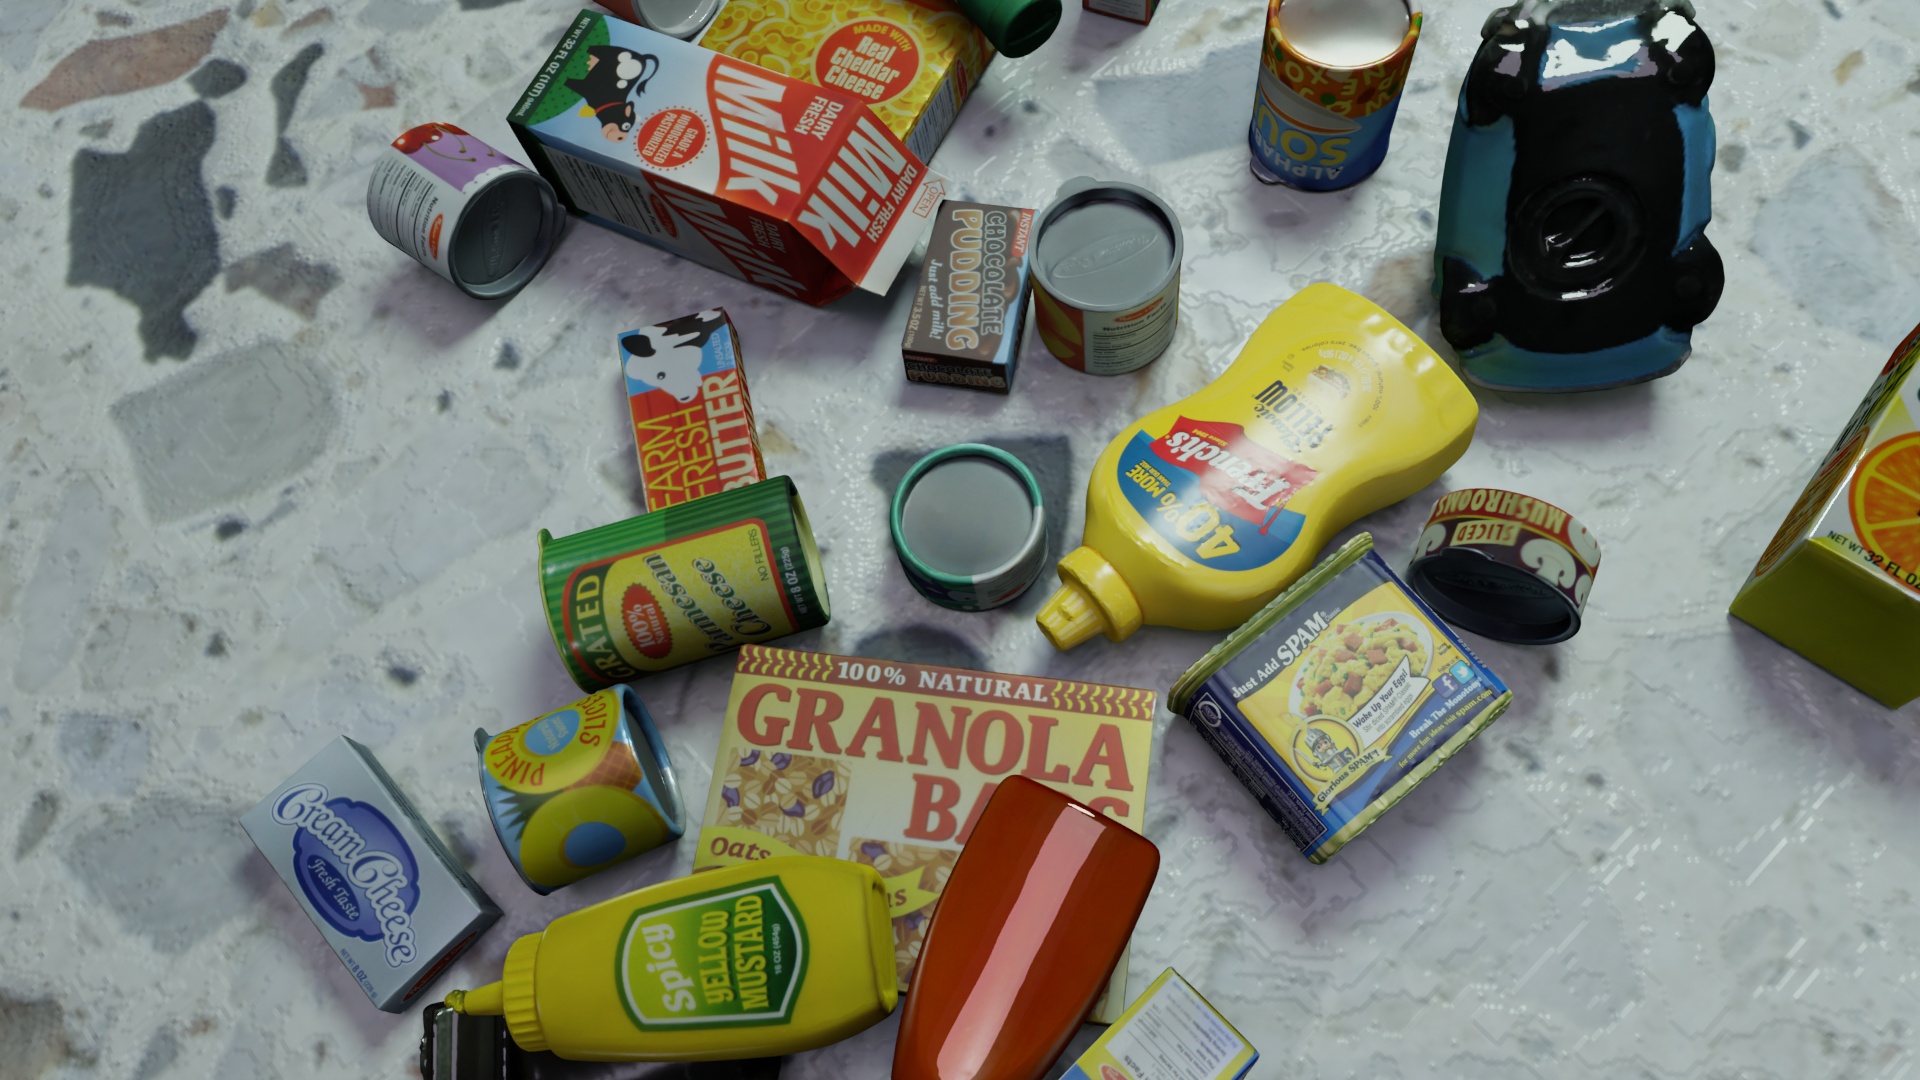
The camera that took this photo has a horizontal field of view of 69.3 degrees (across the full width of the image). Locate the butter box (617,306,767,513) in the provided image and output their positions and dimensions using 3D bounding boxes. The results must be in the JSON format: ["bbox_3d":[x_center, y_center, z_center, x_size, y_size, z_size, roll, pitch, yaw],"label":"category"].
[{"bbox_3d":[-0.120,-0.052,0.625,0.053,0.024,0.104,-16,66,0],"label":"butter box"}]

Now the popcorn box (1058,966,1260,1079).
[{"bbox_3d":[0.052,0.189,0.449,0.085,0.126,0.038,-43,67,-12],"label":"popcorn box"}]

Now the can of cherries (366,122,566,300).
[{"bbox_3d":[-0.234,-0.157,0.662,0.058,0.071,0.071,32,74,18],"label":"can of cherries"}]

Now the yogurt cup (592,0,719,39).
[{"bbox_3d":[-0.162,-0.298,0.714,0.054,0.072,0.072,26,72,24],"label":"yogurt cup"}]

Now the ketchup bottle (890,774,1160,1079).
[{"bbox_3d":[0.010,0.158,0.469,0.065,0.043,0.149,25,74,15],"label":"ketchup bottle"}]

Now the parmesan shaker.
[{"bbox_3d":[-0.112,0.015,0.570,0.103,0.071,0.071,-16,67,-1],"label":"parmesan shaker"}]

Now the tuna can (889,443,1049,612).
[{"bbox_3d":[0.002,-0.007,0.588,0.071,0.032,0.071,-2,67,5],"label":"tuna can"}]

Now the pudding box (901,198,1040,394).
[{"bbox_3d":[0.007,-0.112,0.634,0.050,0.030,0.084,10,69,9],"label":"pudding box"}]

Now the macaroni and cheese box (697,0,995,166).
[{"bbox_3d":[-0.044,-0.266,0.700,0.124,0.040,0.167,23,72,14],"label":"macaroni and cheese box"}]

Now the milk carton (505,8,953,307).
[{"bbox_3d":[-0.103,-0.172,0.648,0.191,0.073,0.072,23,72,14],"label":"milk carton"}]

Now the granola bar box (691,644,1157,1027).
[{"bbox_3d":[-0.013,0.111,0.535,0.165,0.039,0.124,6,70,9],"label":"granola bar box"}]

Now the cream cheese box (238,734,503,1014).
[{"bbox_3d":[-0.237,0.132,0.559,0.053,0.024,0.104,-43,70,-13],"label":"cream cheese box"}]

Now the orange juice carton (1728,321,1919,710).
[{"bbox_3d":[0.390,-0.037,0.538,0.072,0.072,0.193,35,74,19],"label":"orange juice carton"}]

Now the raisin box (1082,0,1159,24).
[{"bbox_3d":[0.089,-0.326,0.666,0.040,0.123,0.086,20,70,14],"label":"raisin box"}]

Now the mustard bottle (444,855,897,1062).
[{"bbox_3d":[-0.104,0.151,0.482,0.160,0.048,0.065,-11,67,3],"label":"mustard bottle"}]

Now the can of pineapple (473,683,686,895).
[{"bbox_3d":[-0.147,0.095,0.541,0.058,0.070,0.071,-23,67,-4],"label":"can of pineapple"}]

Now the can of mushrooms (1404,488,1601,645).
[{"bbox_3d":[0.210,0.009,0.539,0.071,0.070,0.033,23,70,15],"label":"can of mushrooms"}]

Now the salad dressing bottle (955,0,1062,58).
[{"bbox_3d":[-0.009,-0.291,0.661,0.064,0.044,0.148,-33,70,-10],"label":"salad dressing bottle"}]

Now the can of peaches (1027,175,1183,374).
[{"bbox_3d":[0.064,-0.117,0.615,0.071,0.058,0.071,-2,67,6],"label":"can of peaches"}]

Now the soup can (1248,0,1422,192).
[{"bbox_3d":[0.166,-0.208,0.629,0.071,0.083,0.071,-2,68,6],"label":"soup can"}]
